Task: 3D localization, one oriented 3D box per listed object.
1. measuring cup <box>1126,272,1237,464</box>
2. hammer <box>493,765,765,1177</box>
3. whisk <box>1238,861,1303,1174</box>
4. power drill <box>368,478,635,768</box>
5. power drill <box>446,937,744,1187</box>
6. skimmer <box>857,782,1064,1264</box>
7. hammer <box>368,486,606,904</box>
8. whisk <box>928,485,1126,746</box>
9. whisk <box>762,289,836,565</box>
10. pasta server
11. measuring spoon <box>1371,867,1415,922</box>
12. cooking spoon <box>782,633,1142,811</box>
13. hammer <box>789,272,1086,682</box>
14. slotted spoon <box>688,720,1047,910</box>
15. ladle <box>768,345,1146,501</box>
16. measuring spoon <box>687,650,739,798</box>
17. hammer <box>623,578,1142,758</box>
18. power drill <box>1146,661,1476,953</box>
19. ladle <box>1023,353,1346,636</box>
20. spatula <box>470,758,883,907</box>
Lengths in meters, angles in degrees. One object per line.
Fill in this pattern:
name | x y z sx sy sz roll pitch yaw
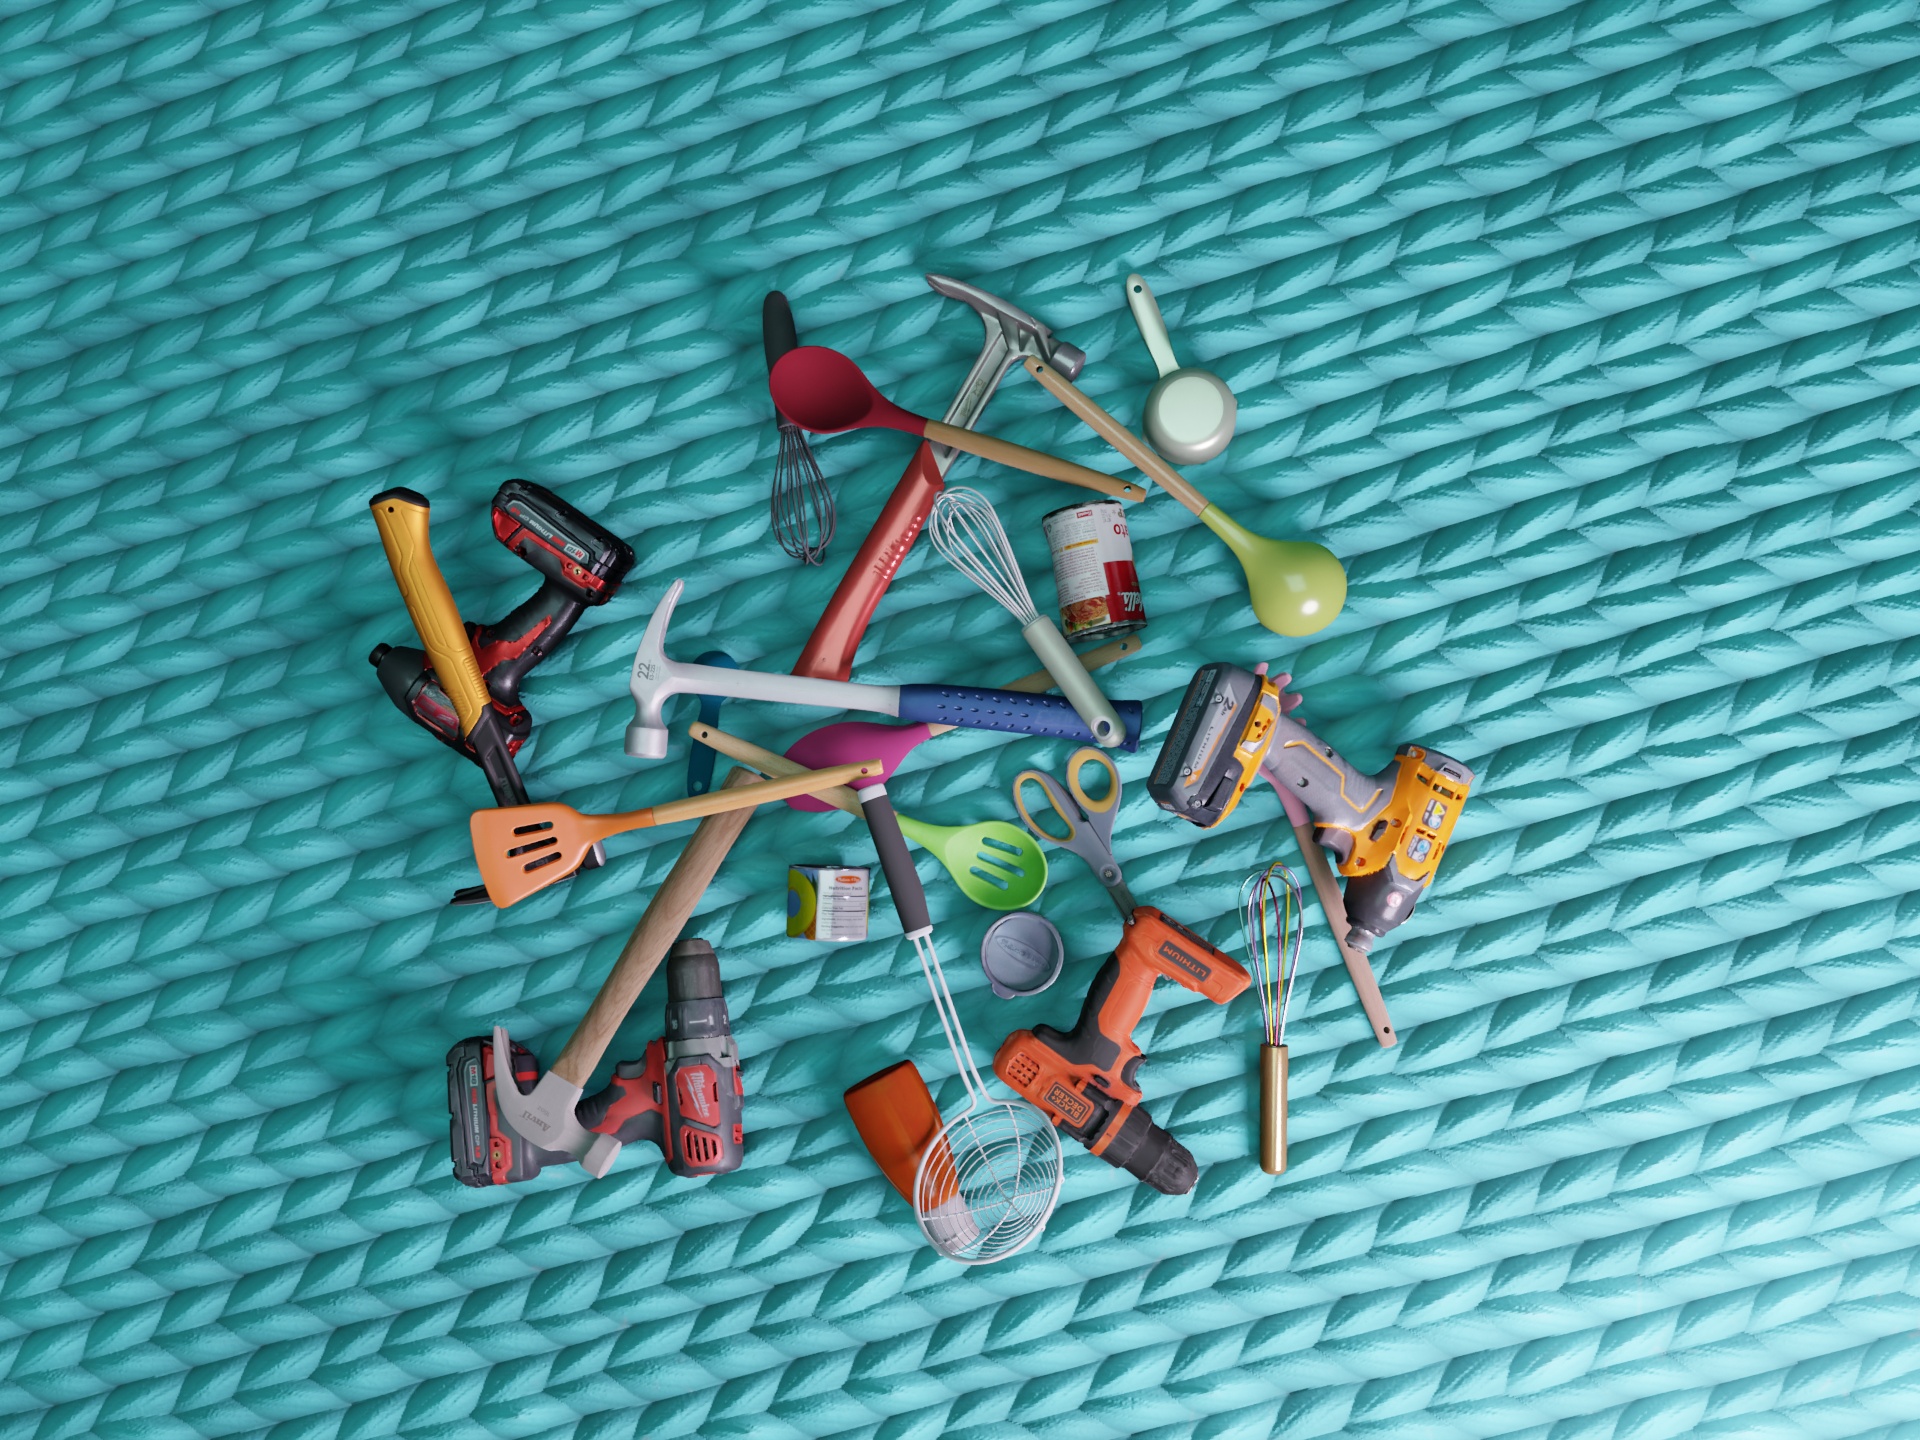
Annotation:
measuring cup | 0.169 -0.289 1.287 0.083 0.038 0.167 -21 87 4
hammer | -0.252 0.181 1.258 0.130 0.031 0.331 27 73 8
whisk | 0.244 0.233 1.247 0.051 0.047 0.245 1 90 4
power drill | -0.381 -0.083 1.308 0.143 0.078 0.219 34 94 1
power drill | -0.289 0.279 1.279 0.226 0.080 0.188 -7 79 1
skimmer | -0.022 0.224 1.214 0.127 0.090 0.363 -22 84 20
hammer | -0.397 -0.018 1.256 0.127 0.034 0.336 -18 104 -3
whisk | 0.053 -0.082 1.243 0.058 0.059 0.246 -38 82 24
whisk | -0.138 -0.242 1.314 0.055 0.055 0.239 -9 81 5
pasta server | 0.281 0.107 1.253 0.060 0.040 0.316 -20 86 -7
measuring spoon | 0.325 0.103 1.263 0.034 0.018 0.124 -20 78 4
cooking spoon | -0.002 -0.004 1.297 0.319 0.017 0.069 -22 85 5
hammer | -0.048 -0.184 1.304 0.149 0.036 0.359 30 89 7
slotted spoon | -0.076 0.069 1.285 0.314 0.031 0.070 24 93 3
ladle | -0.002 -0.228 1.270 0.315 0.031 0.069 19 89 7
measuring spoon | -0.212 0.005 1.314 0.042 0.021 0.128 7 86 6
hammer | -0.059 -0.023 1.263 0.405 0.035 0.144 6 91 -1
power drill | 0.261 0.067 1.203 0.226 0.084 0.164 25 85 -9
ladle | 0.175 -0.184 1.268 0.320 0.062 0.078 41 100 7
spatula | -0.219 0.073 1.257 0.322 0.041 0.081 -13 99 0
